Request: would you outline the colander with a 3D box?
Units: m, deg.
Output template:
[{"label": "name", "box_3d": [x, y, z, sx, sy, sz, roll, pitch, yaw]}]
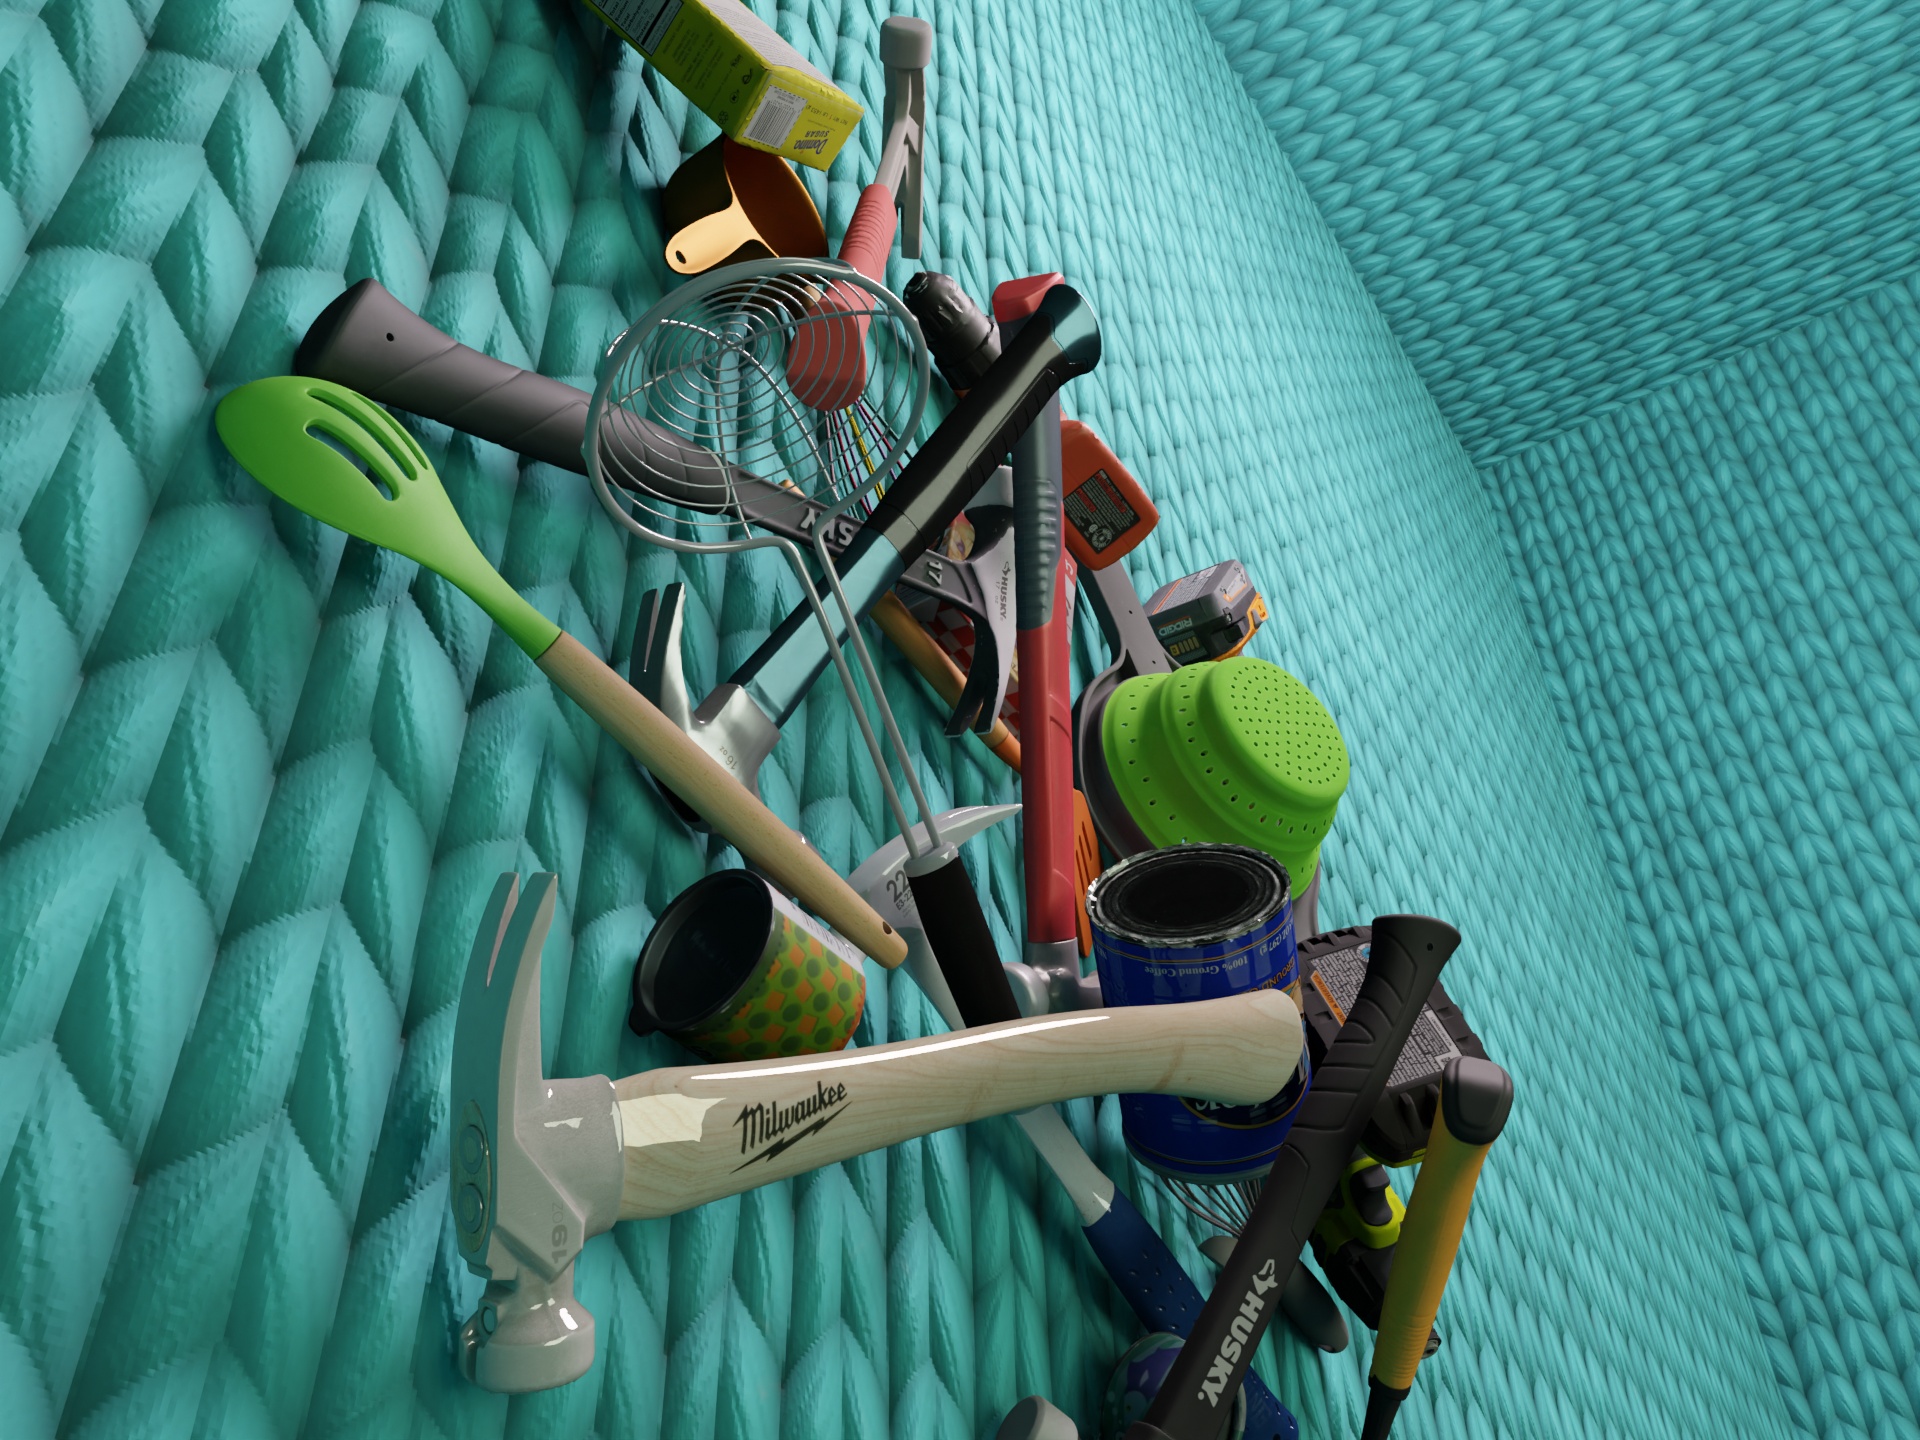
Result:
[{"label": "colander", "box_3d": [0.149, -0.040, 1.038, 0.204, 0.094, 0.397, 4, 53, -38]}]

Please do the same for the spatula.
[{"label": "spatula", "box_3d": [-0.001, -0.003, 0.871, 0.322, 0.041, 0.081, 49, 32, -22]}]

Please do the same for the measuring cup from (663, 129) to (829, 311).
[{"label": "measuring cup", "box_3d": [-0.127, -0.241, 0.805, 0.095, 0.052, 0.174, 57, 29, -17]}]

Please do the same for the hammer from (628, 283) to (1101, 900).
[{"label": "hammer", "box_3d": [-0.027, -0.084, 0.712, 0.128, 0.033, 0.331, 50, 58, -24]}]

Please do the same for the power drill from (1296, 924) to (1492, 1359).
[{"label": "power drill", "box_3d": [0.230, 0.239, 0.895, 0.171, 0.080, 0.223, -116, -165, -46]}]

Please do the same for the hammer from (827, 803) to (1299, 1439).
[{"label": "hammer", "box_3d": [0.063, 0.217, 0.752, 0.144, 0.035, 0.405, -50, 119, -35]}]

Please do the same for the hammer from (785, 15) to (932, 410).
[{"label": "hammer", "box_3d": [-0.049, -0.256, 0.863, 0.359, 0.036, 0.149, -83, 179, -51]}]

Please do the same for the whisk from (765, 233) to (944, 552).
[{"label": "whisk", "box_3d": [-0.068, -0.189, 0.881, 0.047, 0.051, 0.245, -6, 70, -57]}]

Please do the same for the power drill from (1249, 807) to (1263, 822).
[{"label": "power drill", "box_3d": [0.216, 0.185, 1.059, 0.226, 0.080, 0.188, 55, 28, -15]}]

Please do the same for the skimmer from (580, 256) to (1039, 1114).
[{"label": "skimmer", "box_3d": [-0.027, 0.009, 0.601, 0.090, 0.127, 0.363, -139, -153, -71]}]

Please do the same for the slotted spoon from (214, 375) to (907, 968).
[{"label": "slotted spoon", "box_3d": [-0.128, -0.011, 0.573, 0.313, 0.031, 0.070, 45, 26, -20]}]

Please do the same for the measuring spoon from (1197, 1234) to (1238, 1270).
[{"label": "measuring spoon", "box_3d": [0.152, 0.295, 0.864, 0.034, 0.018, 0.124, 33, -11, 25]}]

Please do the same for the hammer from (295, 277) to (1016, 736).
[{"label": "hammer", "box_3d": [-0.099, -0.096, 0.709, 0.408, 0.036, 0.149, 16, 72, -49]}]

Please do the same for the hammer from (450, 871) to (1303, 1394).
[{"label": "hammer", "box_3d": [0.004, 0.124, 0.598, 0.410, 0.038, 0.146, 3, 85, -46]}]

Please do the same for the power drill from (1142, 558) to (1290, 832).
[{"label": "power drill", "box_3d": [0.209, 0.008, 1.191, 0.226, 0.084, 0.164, 65, 26, -11]}]

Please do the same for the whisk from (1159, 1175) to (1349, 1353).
[{"label": "whisk", "box_3d": [0.173, 0.296, 0.916, 0.238, 0.055, 0.055, 55, 28, -28]}]

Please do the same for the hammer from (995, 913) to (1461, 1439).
[{"label": "hammer", "box_3d": [0.156, 0.227, 0.734, 0.146, 0.035, 0.335, 40, 64, -10]}]

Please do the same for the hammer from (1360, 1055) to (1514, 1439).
[{"label": "hammer", "box_3d": [0.219, 0.307, 0.790, 0.127, 0.034, 0.336, -52, 151, -62]}]

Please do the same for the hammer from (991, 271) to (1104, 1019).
[{"label": "hammer", "box_3d": [0.050, -0.037, 0.834, 0.143, 0.038, 0.386, 1, 87, -59]}]

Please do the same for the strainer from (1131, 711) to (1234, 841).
[{"label": "strainer", "box_3d": [0.135, 0.071, 1.043, 0.087, 0.050, 0.259, 27, 41, -3]}]
